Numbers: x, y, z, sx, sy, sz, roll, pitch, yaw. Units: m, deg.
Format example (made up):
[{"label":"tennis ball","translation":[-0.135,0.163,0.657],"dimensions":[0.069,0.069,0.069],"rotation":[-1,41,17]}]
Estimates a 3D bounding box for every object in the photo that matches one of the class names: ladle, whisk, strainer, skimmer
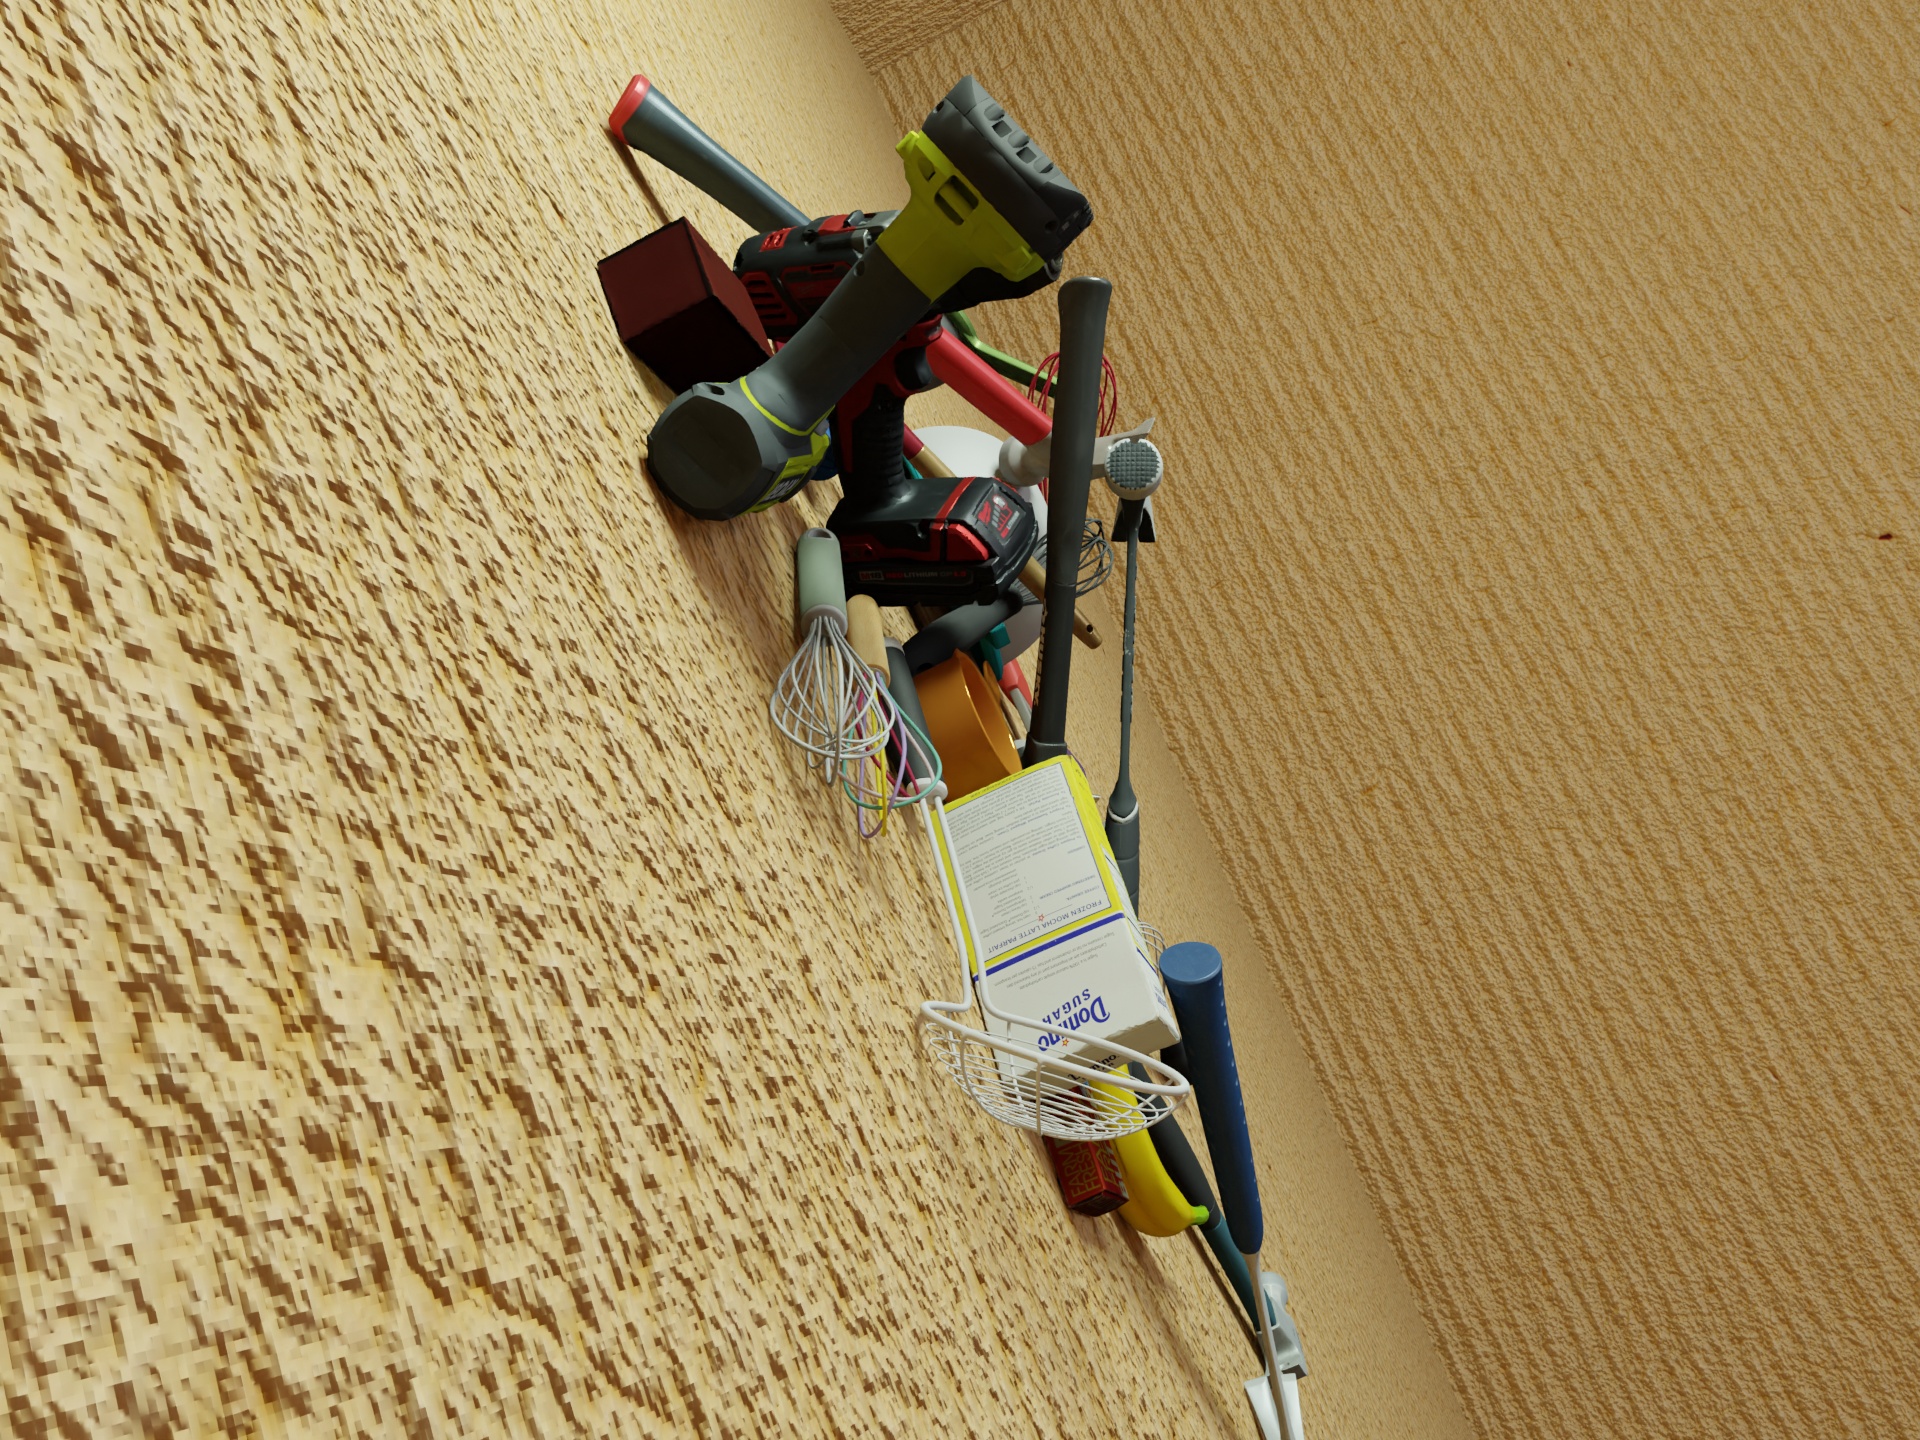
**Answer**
[{"label":"ladle","translation":[-0.010,-0.155,1.023],"dimensions":[0.315,0.069,0.031],"rotation":[45,-25,-22]},{"label":"whisk","translation":[-0.045,-0.015,0.847],"dimensions":[0.047,0.051,0.245],"rotation":[58,9,-27]},{"label":"strainer","translation":[-0.001,-0.200,1.226],"dimensions":[0.211,0.095,0.340],"rotation":[91,-23,-83]},{"label":"whisk","translation":[-0.069,-0.044,0.811],"dimensions":[0.247,0.057,0.059],"rotation":[-103,-161,-60]},{"label":"whisk","translation":[0.147,0.225,1.231],"dimensions":[0.284,0.070,0.070],"rotation":[60,10,-50]},{"label":"skimmer","translation":[0.012,0.062,0.821],"dimensions":[0.127,0.090,0.364],"rotation":[18,36,-32]},{"label":"whisk","translation":[0.031,-0.081,1.080],"dimensions":[0.239,0.055,0.055],"rotation":[-35,102,-42]},{"label":"strainer","translation":[-0.019,-0.290,1.299],"dimensions":[0.256,0.069,0.151],"rotation":[28,-18,18]},{"label":"whisk","translation":[0.075,-0.179,1.284],"dimensions":[0.295,0.073,0.073],"rotation":[99,-17,-44]}]

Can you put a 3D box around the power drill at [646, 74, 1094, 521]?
[{"label":"power drill","translation":[-0.044,-0.191,0.766],"dimensions":[0.080,0.223,0.171],"rotation":[46,13,-4]}]

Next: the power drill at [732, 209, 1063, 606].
[{"label":"power drill","translation":[-0.016,-0.180,0.908],"dimensions":[0.080,0.188,0.226],"rotation":[-59,142,-47]}]

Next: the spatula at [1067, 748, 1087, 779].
[{"label":"spatula","translation":[0.050,0.046,1.154],"dimensions":[0.060,0.018,0.316],"rotation":[49,16,6]}]

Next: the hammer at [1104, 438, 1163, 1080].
[{"label":"hammer","translation":[0.103,0.037,1.020],"dimensions":[0.149,0.036,0.409],"rotation":[42,50,-81]}]

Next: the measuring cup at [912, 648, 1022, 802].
[{"label":"measuring cup","translation":[-0.002,-0.003,1.018],"dimensions":[0.095,0.052,0.174],"rotation":[62,9,-13]}]

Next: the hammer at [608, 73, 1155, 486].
[{"label":"hammer","translation":[-0.048,-0.270,1.004],"dimensions":[0.386,0.038,0.143],"rotation":[34,-17,-29]}]

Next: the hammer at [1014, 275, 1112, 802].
[{"label":"hammer","translation":[0.065,-0.102,0.986],"dimensions":[0.146,0.035,0.334],"rotation":[-127,-140,-74]}]

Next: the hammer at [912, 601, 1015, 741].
[{"label":"hammer","translation":[-0.039,-0.120,1.153],"dimensions":[0.331,0.031,0.130],"rotation":[65,10,-4]}]

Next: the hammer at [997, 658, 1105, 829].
[{"label":"hammer","translation":[0.037,-0.053,1.364],"dimensions":[0.359,0.036,0.149],"rotation":[66,10,3]}]

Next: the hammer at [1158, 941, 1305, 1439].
[{"label":"hammer","translation":[0.169,0.310,0.934],"dimensions":[0.144,0.035,0.405],"rotation":[-92,169,-69]}]

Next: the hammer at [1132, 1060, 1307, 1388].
[{"label":"hammer","translation":[0.168,0.338,1.118],"dimensions":[0.330,0.033,0.128],"rotation":[61,10,-20]}]
